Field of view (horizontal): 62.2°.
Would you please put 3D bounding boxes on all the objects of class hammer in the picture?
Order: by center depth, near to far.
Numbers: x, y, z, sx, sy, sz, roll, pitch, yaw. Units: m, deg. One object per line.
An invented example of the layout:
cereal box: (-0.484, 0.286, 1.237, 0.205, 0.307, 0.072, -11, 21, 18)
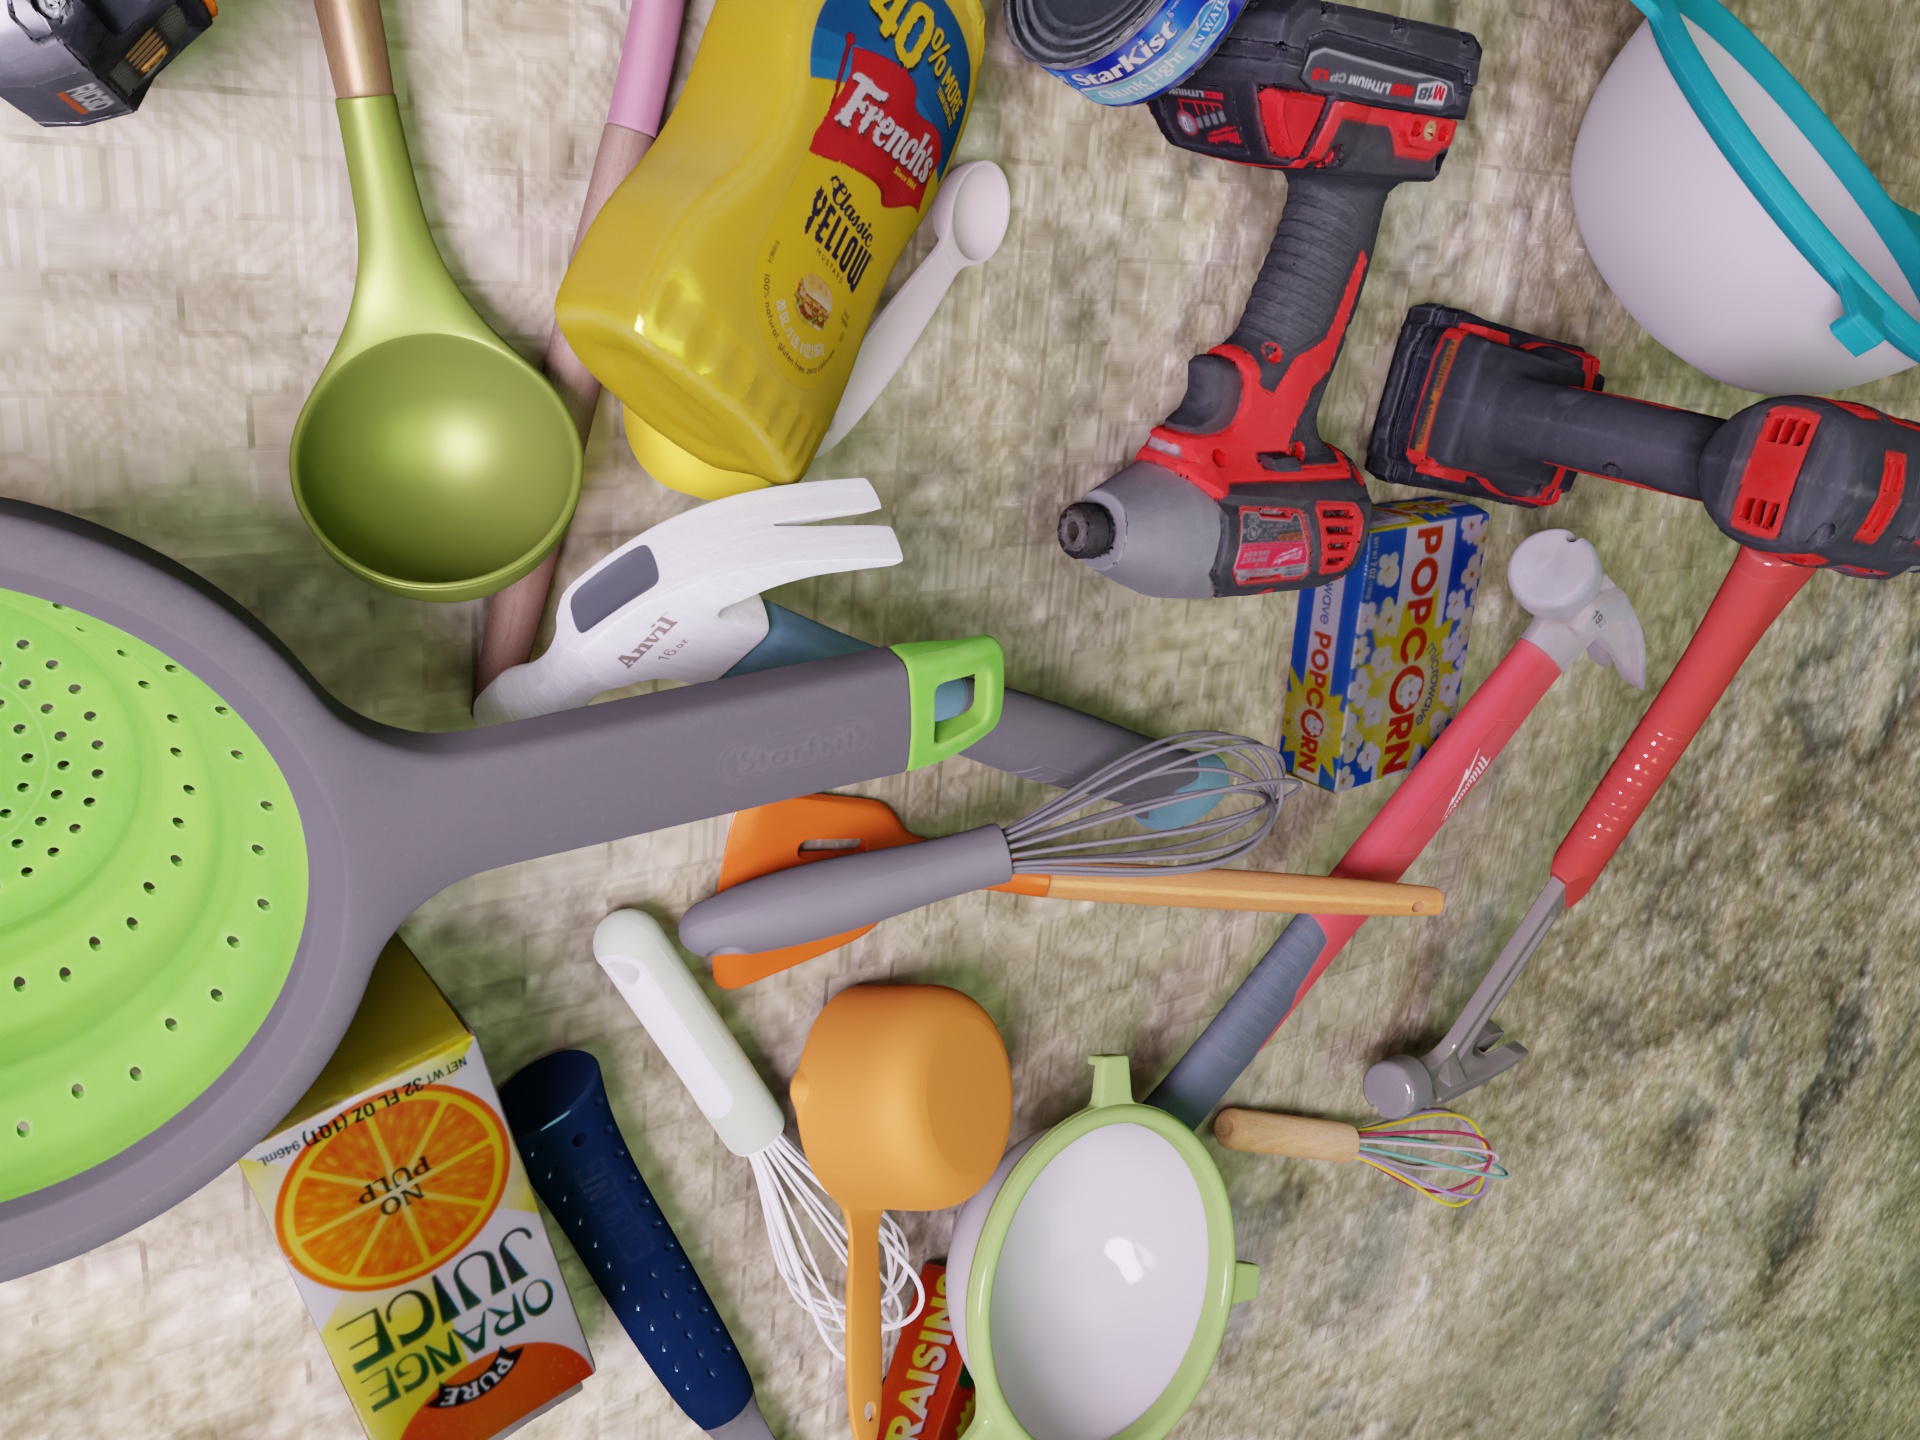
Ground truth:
hammer: (-0.001, -0.002, 0.576, 0.128, 0.033, 0.330, -39, 147, 25)
hammer: (-0.098, 0.294, 0.658, 0.144, 0.035, 0.405, -33, 126, -22)
hammer: (0.183, 0.094, 0.753, 0.386, 0.038, 0.143, -52, 143, 4)
hammer: (0.330, 0.056, 0.814, 0.149, 0.037, 0.359, -7, 129, -45)

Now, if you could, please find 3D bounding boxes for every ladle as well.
ladle: (-0.155, -0.185, 0.398, 0.078, 0.062, 0.320, -12, 114, -17)

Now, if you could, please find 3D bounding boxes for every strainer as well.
strainer: (0.012, 0.268, 0.657, 0.256, 0.069, 0.151, -45, 115, -29)
strainer: (0.386, -0.226, 0.759, 0.340, 0.211, 0.095, -9, 157, -47)

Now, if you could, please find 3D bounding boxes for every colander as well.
colander: (-0.179, 0.014, 0.414, 0.397, 0.095, 0.204, -13, 121, -25)

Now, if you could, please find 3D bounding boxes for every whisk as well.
whisk: (0.014, 0.049, 0.585, 0.239, 0.055, 0.055, -14, 118, -12)
whisk: (-0.076, 0.164, 0.615, 0.246, 0.058, 0.059, 65, 33, -31)
whisk: (0.227, 0.240, 0.882, 0.244, 0.051, 0.047, 17, 103, -38)

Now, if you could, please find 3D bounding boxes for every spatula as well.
spatula: (0.059, 0.070, 0.645, 0.322, 0.041, 0.081, 5, 107, -17)

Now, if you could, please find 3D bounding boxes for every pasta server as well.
pasta server: (-0.097, -0.145, 0.470, 0.060, 0.040, 0.316, -31, 140, -74)

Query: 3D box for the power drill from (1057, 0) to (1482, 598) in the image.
power drill: (0.109, -0.152, 0.604, 0.143, 0.079, 0.219, -8, 116, -35)

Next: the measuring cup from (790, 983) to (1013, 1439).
measuring cup: (-0.017, 0.186, 0.608, 0.095, 0.052, 0.174, 25, 60, -53)

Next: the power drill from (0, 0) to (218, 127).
power drill: (-0.147, -0.234, 0.331, 0.164, 0.084, 0.226, 44, 86, -21)

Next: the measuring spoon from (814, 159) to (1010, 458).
measuring spoon: (-0.023, -0.138, 0.533, 0.124, 0.018, 0.034, -57, 147, -14)

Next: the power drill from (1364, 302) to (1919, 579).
power drill: (0.310, -0.111, 0.672, 0.187, 0.227, 0.080, 2, 108, -38)

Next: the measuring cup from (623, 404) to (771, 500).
measuring cup: (-0.055, -0.143, 0.507, 0.062, 0.029, 0.156, 21, 97, -41)
